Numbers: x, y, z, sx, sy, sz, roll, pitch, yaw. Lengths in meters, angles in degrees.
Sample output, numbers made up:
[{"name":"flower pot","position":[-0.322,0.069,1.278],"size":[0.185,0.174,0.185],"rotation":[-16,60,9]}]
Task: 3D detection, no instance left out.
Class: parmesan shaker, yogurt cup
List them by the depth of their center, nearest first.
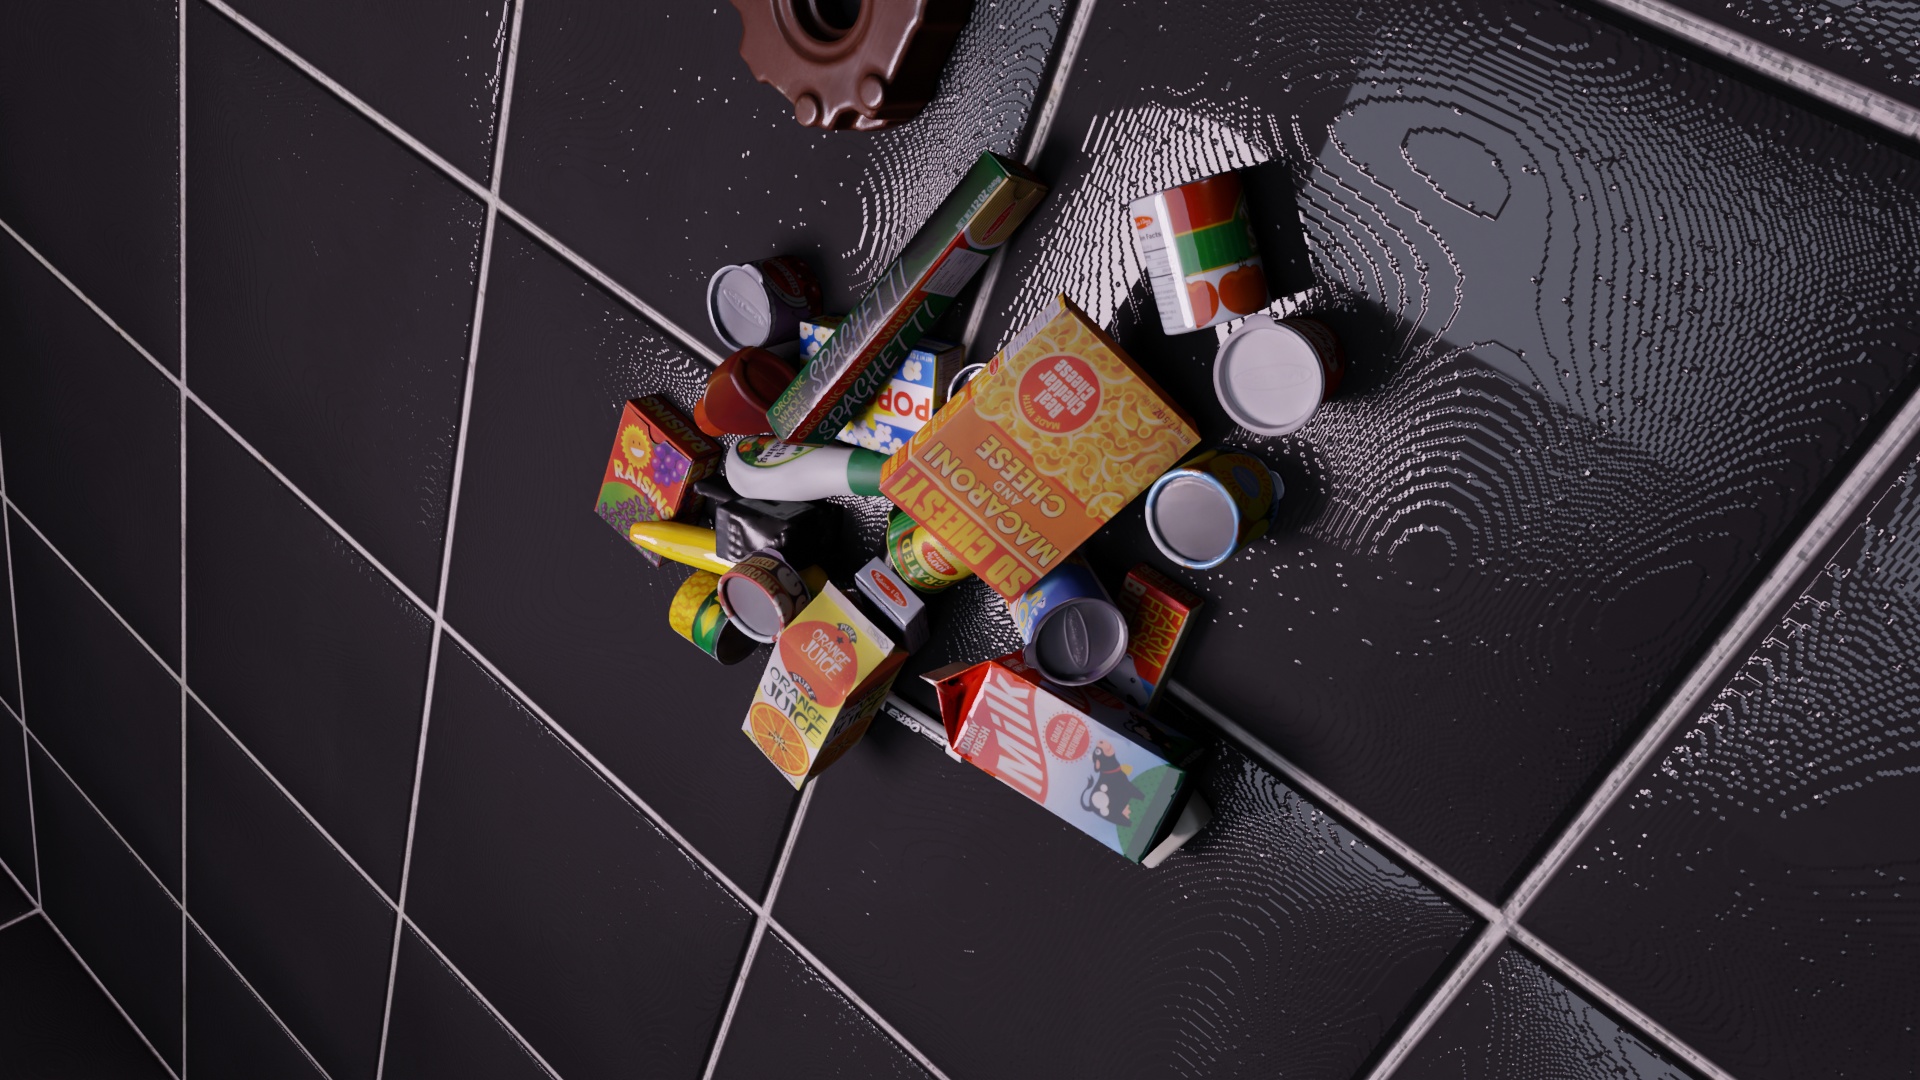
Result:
[{"name":"yogurt cup","position":[0.191,-0.101,0.819],"size":[0.072,0.054,0.072],"rotation":[15,116,33]},{"name":"parmesan shaker","position":[0.004,-0.012,0.987],"size":[0.102,0.071,0.071],"rotation":[-29,89,41]}]

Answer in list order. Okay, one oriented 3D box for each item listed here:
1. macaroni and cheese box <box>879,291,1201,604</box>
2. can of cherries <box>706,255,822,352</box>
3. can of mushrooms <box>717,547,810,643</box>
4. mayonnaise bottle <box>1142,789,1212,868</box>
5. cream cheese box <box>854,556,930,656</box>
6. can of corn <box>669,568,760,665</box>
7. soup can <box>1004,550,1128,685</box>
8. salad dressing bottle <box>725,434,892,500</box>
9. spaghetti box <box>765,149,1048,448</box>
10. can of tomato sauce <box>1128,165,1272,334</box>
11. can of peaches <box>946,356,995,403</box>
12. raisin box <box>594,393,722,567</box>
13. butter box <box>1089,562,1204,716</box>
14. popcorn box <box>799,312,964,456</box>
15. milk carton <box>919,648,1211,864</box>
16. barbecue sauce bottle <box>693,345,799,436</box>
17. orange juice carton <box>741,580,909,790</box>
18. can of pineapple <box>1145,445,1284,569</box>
[{"name":"macaroni and cheese box","position":[0.049,-0.056,0.886],"size":[0.123,0.040,0.166],"rotation":[42,109,-17]},{"name":"can of cherries","position":[-0.145,-0.179,1.042],"size":[0.071,0.058,0.071],"rotation":[15,116,33]},{"name":"can of mushrooms","position":[-0.150,0.041,1.055],"size":[0.071,0.034,0.070],"rotation":[22,133,26]},{"name":"mayonnaise bottle","position":[0.109,0.159,0.994],"size":[0.148,0.041,0.064],"rotation":[49,122,13]},{"name":"cream cheese box","position":[-0.050,0.051,1.045],"size":[0.053,0.024,0.103],"rotation":[45,168,13]},{"name":"can of corn","position":[-0.202,0.061,1.176],"size":[0.058,0.071,0.070],"rotation":[30,124,25]},{"name":"soup can","position":[0.067,0.049,0.938],"size":[0.084,0.071,0.071],"rotation":[-116,27,-62]},{"name":"salad dressing bottle","position":[-0.108,-0.055,1.065],"size":[0.147,0.064,0.043],"rotation":[4,122,27]},{"name":"spaghetti box","position":[-0.041,-0.156,0.937],"size":[0.249,0.050,0.029],"rotation":[-46,67,25]},{"name":"can of tomato sauce","position":[0.144,-0.171,0.820],"size":[0.071,0.071,0.083],"rotation":[-8,103,39]},{"name":"can of peaches","position":[0.034,-0.095,0.938],"size":[0.071,0.058,0.071],"rotation":[15,115,33]},{"name":"raisin box","position":[-0.261,-0.052,1.194],"size":[0.086,0.040,0.122],"rotation":[40,127,19]},{"name":"butter box","position":[0.125,0.070,0.957],"size":[0.053,0.024,0.103],"rotation":[33,125,23]},{"name":"popcorn box","position":[-0.059,-0.112,1.016],"size":[0.127,0.038,0.084],"rotation":[18,118,31]},{"name":"milk carton","position":[0.065,0.133,0.947],"size":[0.191,0.072,0.073],"rotation":[29,104,20]},{"name":"barbecue sauce bottle","position":[-0.168,-0.107,1.065],"size":[0.065,0.044,0.148],"rotation":[40,160,-18]},{"name":"orange juice carton","position":[-0.102,0.107,1.073],"size":[0.072,0.073,0.191],"rotation":[45,140,14]},{"name":"can of pineapple","position":[0.159,-0.022,0.872],"size":[0.071,0.058,0.070],"rotation":[15,116,33]}]
